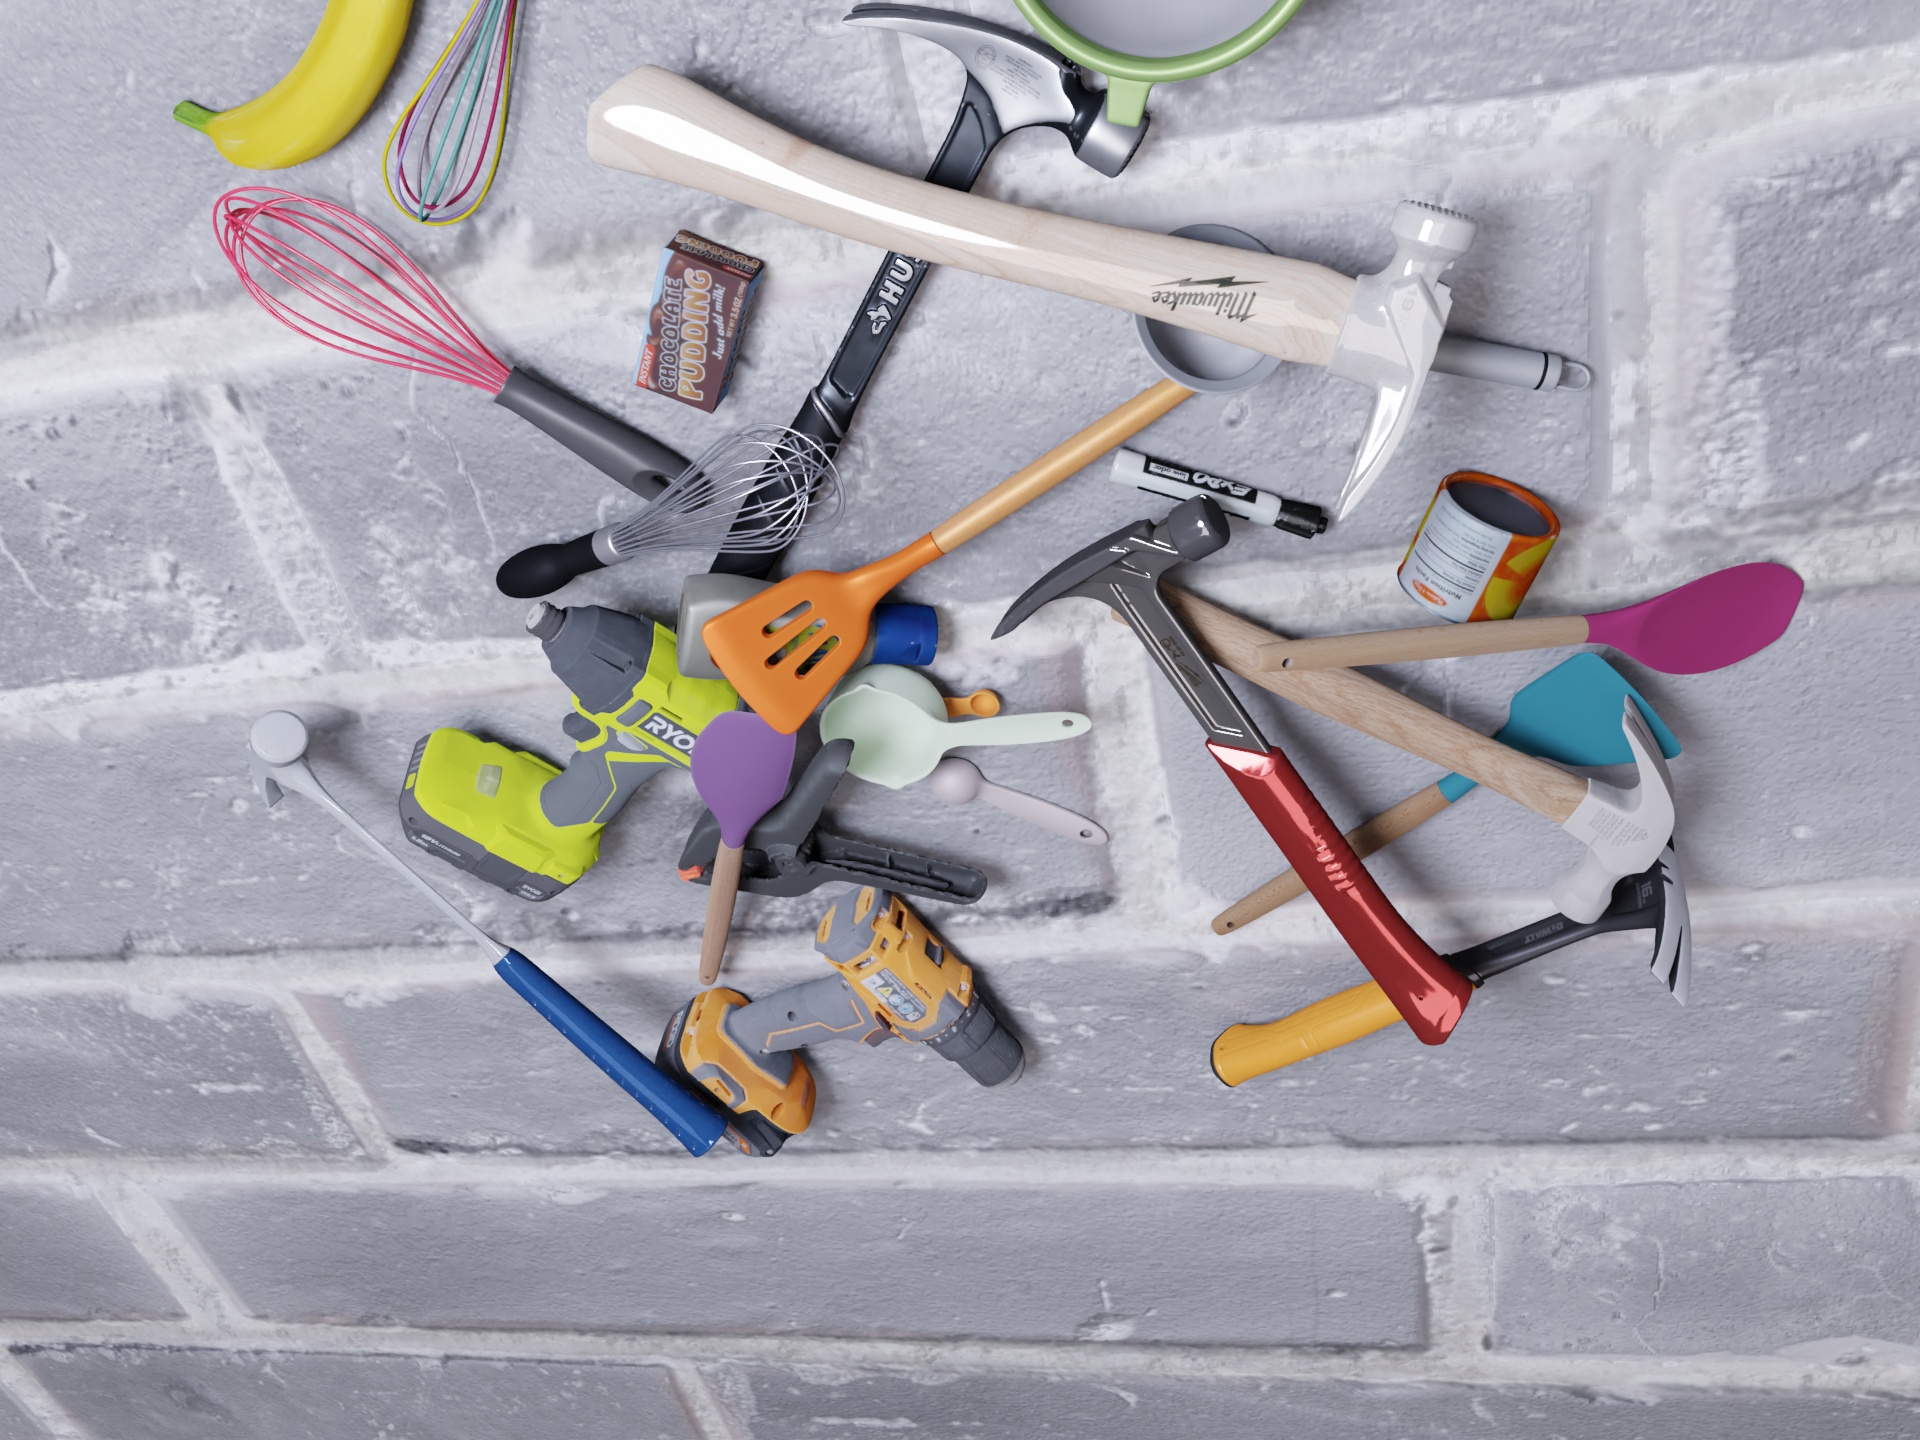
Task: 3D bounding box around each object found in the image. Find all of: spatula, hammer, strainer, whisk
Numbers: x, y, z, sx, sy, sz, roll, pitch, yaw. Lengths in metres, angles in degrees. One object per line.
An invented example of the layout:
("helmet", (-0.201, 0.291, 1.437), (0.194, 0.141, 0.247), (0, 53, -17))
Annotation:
("spatula", (0.008, -0.106, 0.861), (0.322, 0.041, 0.081), (-31, 108, 16))
("hammer", (0.174, 0.047, 0.910), (0.149, 0.037, 0.359), (-28, 106, 33))
("strainer", (0.130, -0.378, 0.653), (0.256, 0.069, 0.151), (-26, 115, 26))
("spatula", (0.271, 0.061, 0.963), (0.082, 0.044, 0.317), (44, 124, -11))
("hammer", (-0.319, 0.152, 1.076), (0.405, 0.035, 0.144), (44, 153, -10))
("whisk", (-0.173, -0.106, 0.895), (0.284, 0.070, 0.070), (-12, 124, 39))
("hammer", (0.296, 0.174, 1.007), (0.337, 0.127, 0.034), (-32, 115, 35))
("hammer", (0.241, -0.005, 0.894), (0.331, 0.031, 0.130), (26, 128, 4))
("hammer", (0.020, -0.218, 0.753), (0.410, 0.038, 0.146), (17, 114, 4))
("spatula", (-0.151, 0.090, 1.021), (0.059, 0.018, 0.315), (8, 141, -8))
("hammer", (-0.068, -0.184, 0.856), (0.149, 0.036, 0.408), (29, 126, -9))
("whisk", (-0.227, -0.345, 0.766), (0.047, 0.051, 0.245), (31, 123, -5))
("whisk", (-0.269, -0.196, 0.876), (0.295, 0.073, 0.073), (30, 126, -19))
("strainer", (0.190, -0.191, 0.797), (0.258, 0.050, 0.087), (10, 84, -2))

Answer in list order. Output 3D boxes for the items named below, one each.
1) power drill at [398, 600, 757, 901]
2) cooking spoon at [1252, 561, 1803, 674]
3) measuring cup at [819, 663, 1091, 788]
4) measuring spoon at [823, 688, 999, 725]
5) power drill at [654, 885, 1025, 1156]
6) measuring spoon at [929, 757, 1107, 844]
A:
("power drill", (-0.242, 0.017, 0.990), (0.223, 0.080, 0.171), (-33, 129, 32))
("cooking spoon", (0.300, -0.046, 0.826), (0.319, 0.017, 0.068), (-6, 127, -15))
("measuring cup", (-0.002, -0.003, 0.959), (0.167, 0.038, 0.083), (-4, 129, 16))
("measuring spoon", (-0.031, -0.009, 0.995), (0.117, 0.011, 0.021), (-4, 129, 18))
("power drill", (-0.082, 0.231, 1.139), (0.226, 0.084, 0.185), (-33, 114, 24))
("measuring spoon", (0.037, 0.058, 1.023), (0.124, 0.018, 0.034), (21, 127, -6))
